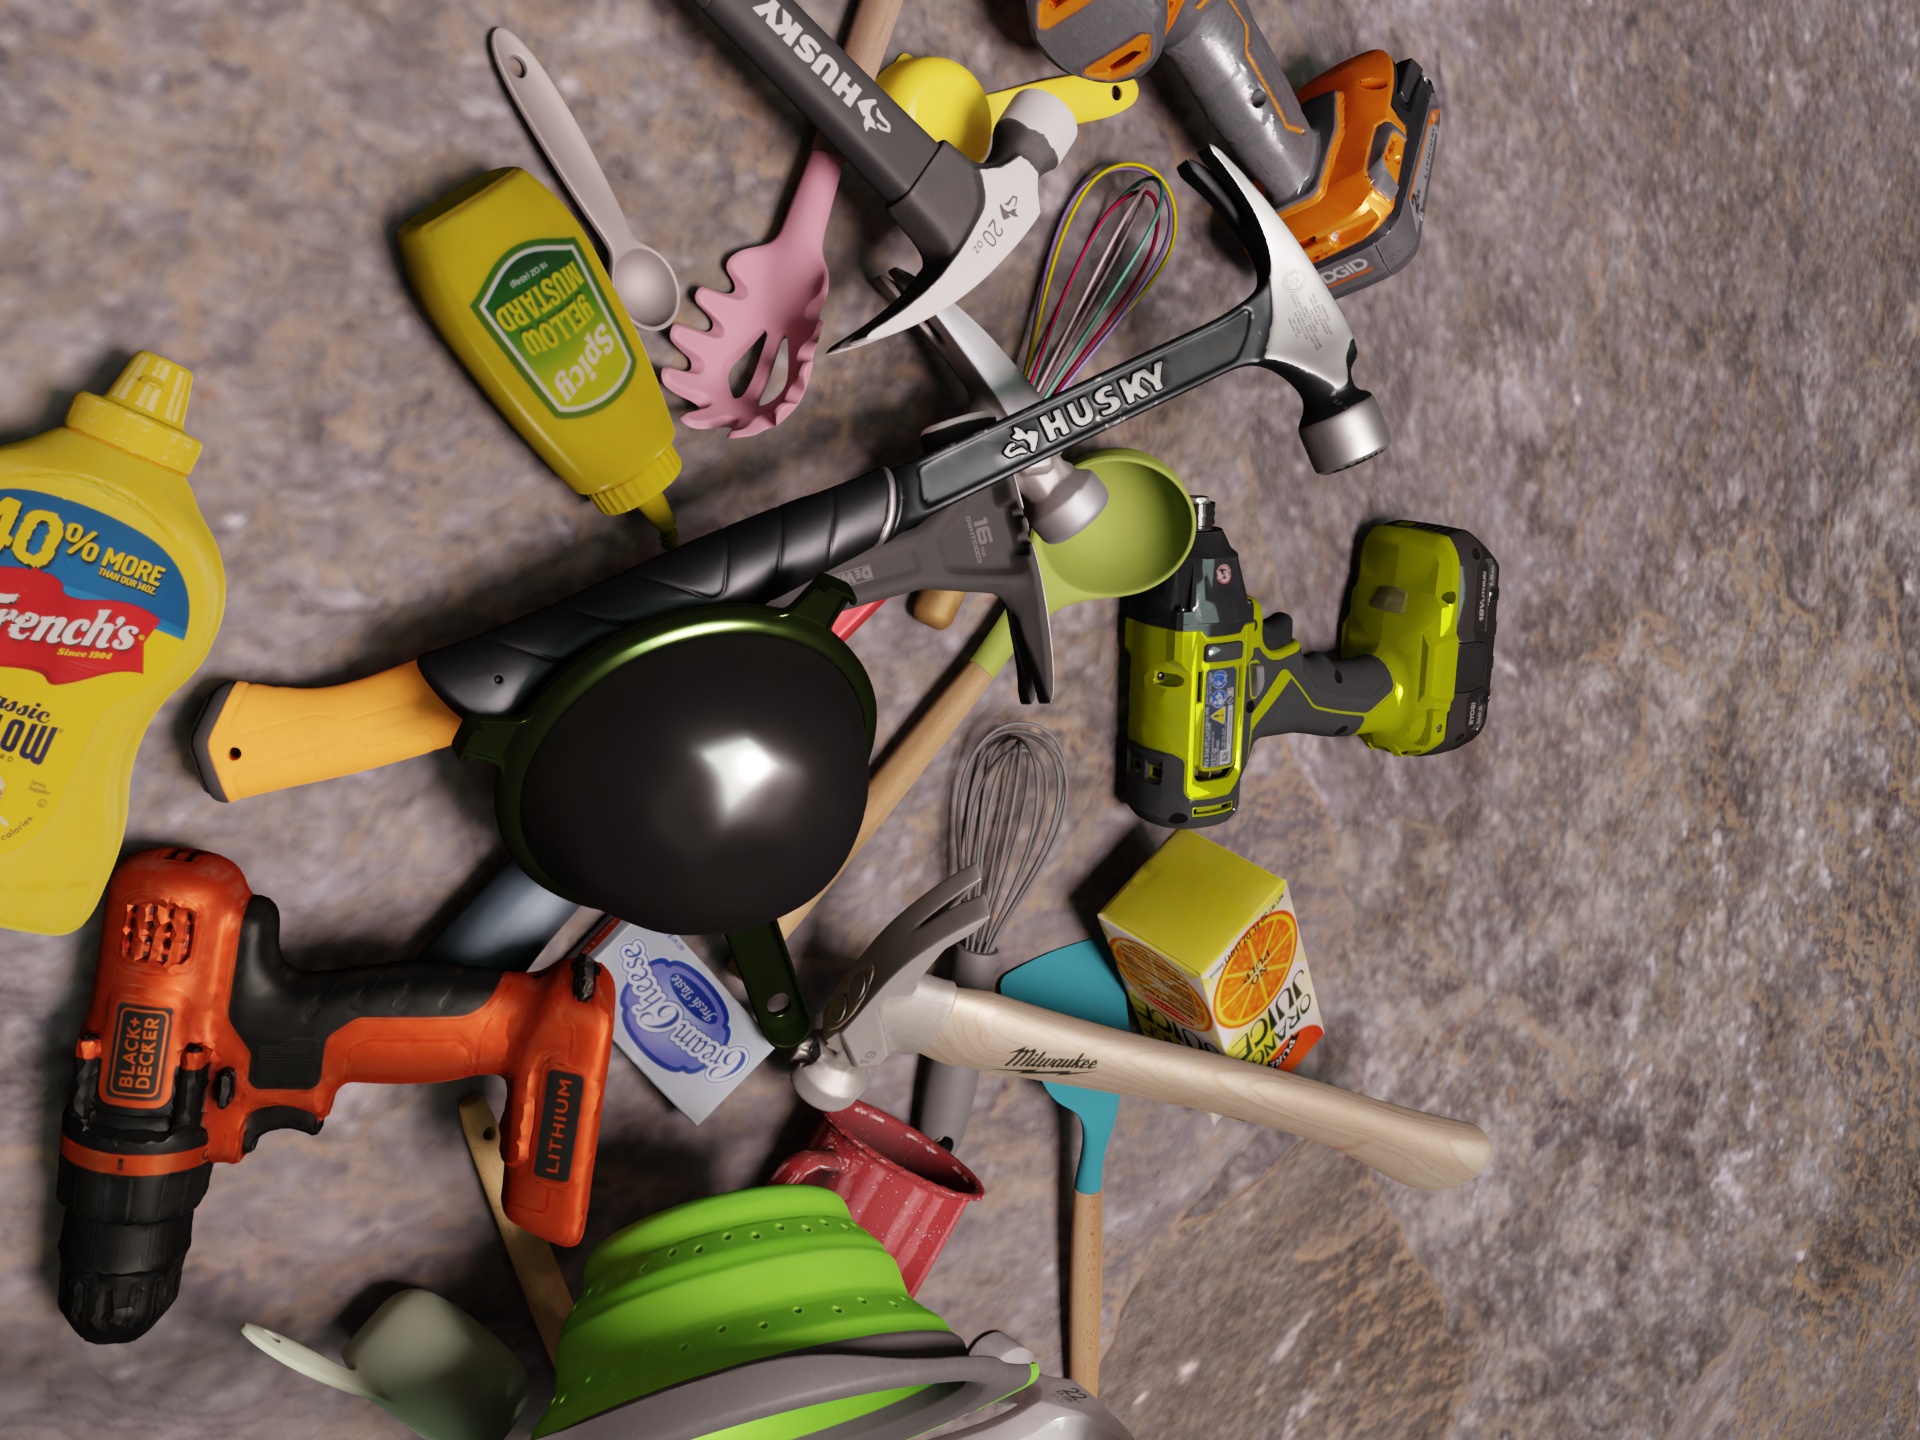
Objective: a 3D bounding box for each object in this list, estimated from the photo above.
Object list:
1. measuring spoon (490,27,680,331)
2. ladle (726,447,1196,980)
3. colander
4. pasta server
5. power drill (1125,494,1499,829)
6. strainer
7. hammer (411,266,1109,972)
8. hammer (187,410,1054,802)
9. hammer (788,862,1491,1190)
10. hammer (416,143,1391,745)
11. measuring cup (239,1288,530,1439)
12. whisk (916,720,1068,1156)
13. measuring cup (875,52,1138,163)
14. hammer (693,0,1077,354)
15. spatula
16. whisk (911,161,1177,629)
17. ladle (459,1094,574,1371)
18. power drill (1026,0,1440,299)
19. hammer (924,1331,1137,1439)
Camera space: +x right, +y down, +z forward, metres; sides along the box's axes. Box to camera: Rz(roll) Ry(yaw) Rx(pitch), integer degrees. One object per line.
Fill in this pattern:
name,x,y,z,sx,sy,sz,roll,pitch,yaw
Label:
measuring spoon,-0.151,-0.209,0.623,0.034,0.018,0.124,-49,120,-40
ladle,-0.001,-0.002,0.758,0.078,0.062,0.320,44,78,-24
colander,-0.152,0.239,0.591,0.396,0.204,0.095,10,51,-40
pasta server,-0.049,-0.264,0.667,0.040,0.060,0.316,31,77,-79
power drill,0.190,-0.042,0.876,0.223,0.080,0.171,-9,108,-31
strainer,-0.084,0.071,0.627,0.151,0.069,0.256,-23,136,-13
hammer,-0.108,-0.020,0.673,0.386,0.038,0.143,-46,107,-13
hammer,-0.123,-0.024,0.630,0.337,0.034,0.127,-17,97,-19
hammer,0.126,0.177,0.804,0.410,0.038,0.146,20,125,-28
hammer,-0.016,-0.098,0.631,0.409,0.036,0.149,-27,98,-17
measuring cup,-0.221,0.244,0.620,0.038,0.083,0.167,-51,151,-20
whisk,0.011,0.116,0.805,0.055,0.055,0.239,3,104,-37
measuring cup,0.028,-0.278,0.723,0.156,0.029,0.062,-22,114,-29
hammer,-0.103,-0.283,0.589,0.334,0.035,0.146,39,71,-26
spatula,0.066,0.279,0.900,0.082,0.044,0.317,-15,115,-34
whisk,0.041,-0.154,0.759,0.047,0.051,0.245,27,88,-43
ladle,-0.173,0.305,0.727,0.069,0.031,0.315,-33,118,-42
power drill,0.134,-0.324,0.751,0.226,0.084,0.164,33,60,-34
hammer,-0.091,0.362,0.724,0.405,0.144,0.035,2,95,-37
